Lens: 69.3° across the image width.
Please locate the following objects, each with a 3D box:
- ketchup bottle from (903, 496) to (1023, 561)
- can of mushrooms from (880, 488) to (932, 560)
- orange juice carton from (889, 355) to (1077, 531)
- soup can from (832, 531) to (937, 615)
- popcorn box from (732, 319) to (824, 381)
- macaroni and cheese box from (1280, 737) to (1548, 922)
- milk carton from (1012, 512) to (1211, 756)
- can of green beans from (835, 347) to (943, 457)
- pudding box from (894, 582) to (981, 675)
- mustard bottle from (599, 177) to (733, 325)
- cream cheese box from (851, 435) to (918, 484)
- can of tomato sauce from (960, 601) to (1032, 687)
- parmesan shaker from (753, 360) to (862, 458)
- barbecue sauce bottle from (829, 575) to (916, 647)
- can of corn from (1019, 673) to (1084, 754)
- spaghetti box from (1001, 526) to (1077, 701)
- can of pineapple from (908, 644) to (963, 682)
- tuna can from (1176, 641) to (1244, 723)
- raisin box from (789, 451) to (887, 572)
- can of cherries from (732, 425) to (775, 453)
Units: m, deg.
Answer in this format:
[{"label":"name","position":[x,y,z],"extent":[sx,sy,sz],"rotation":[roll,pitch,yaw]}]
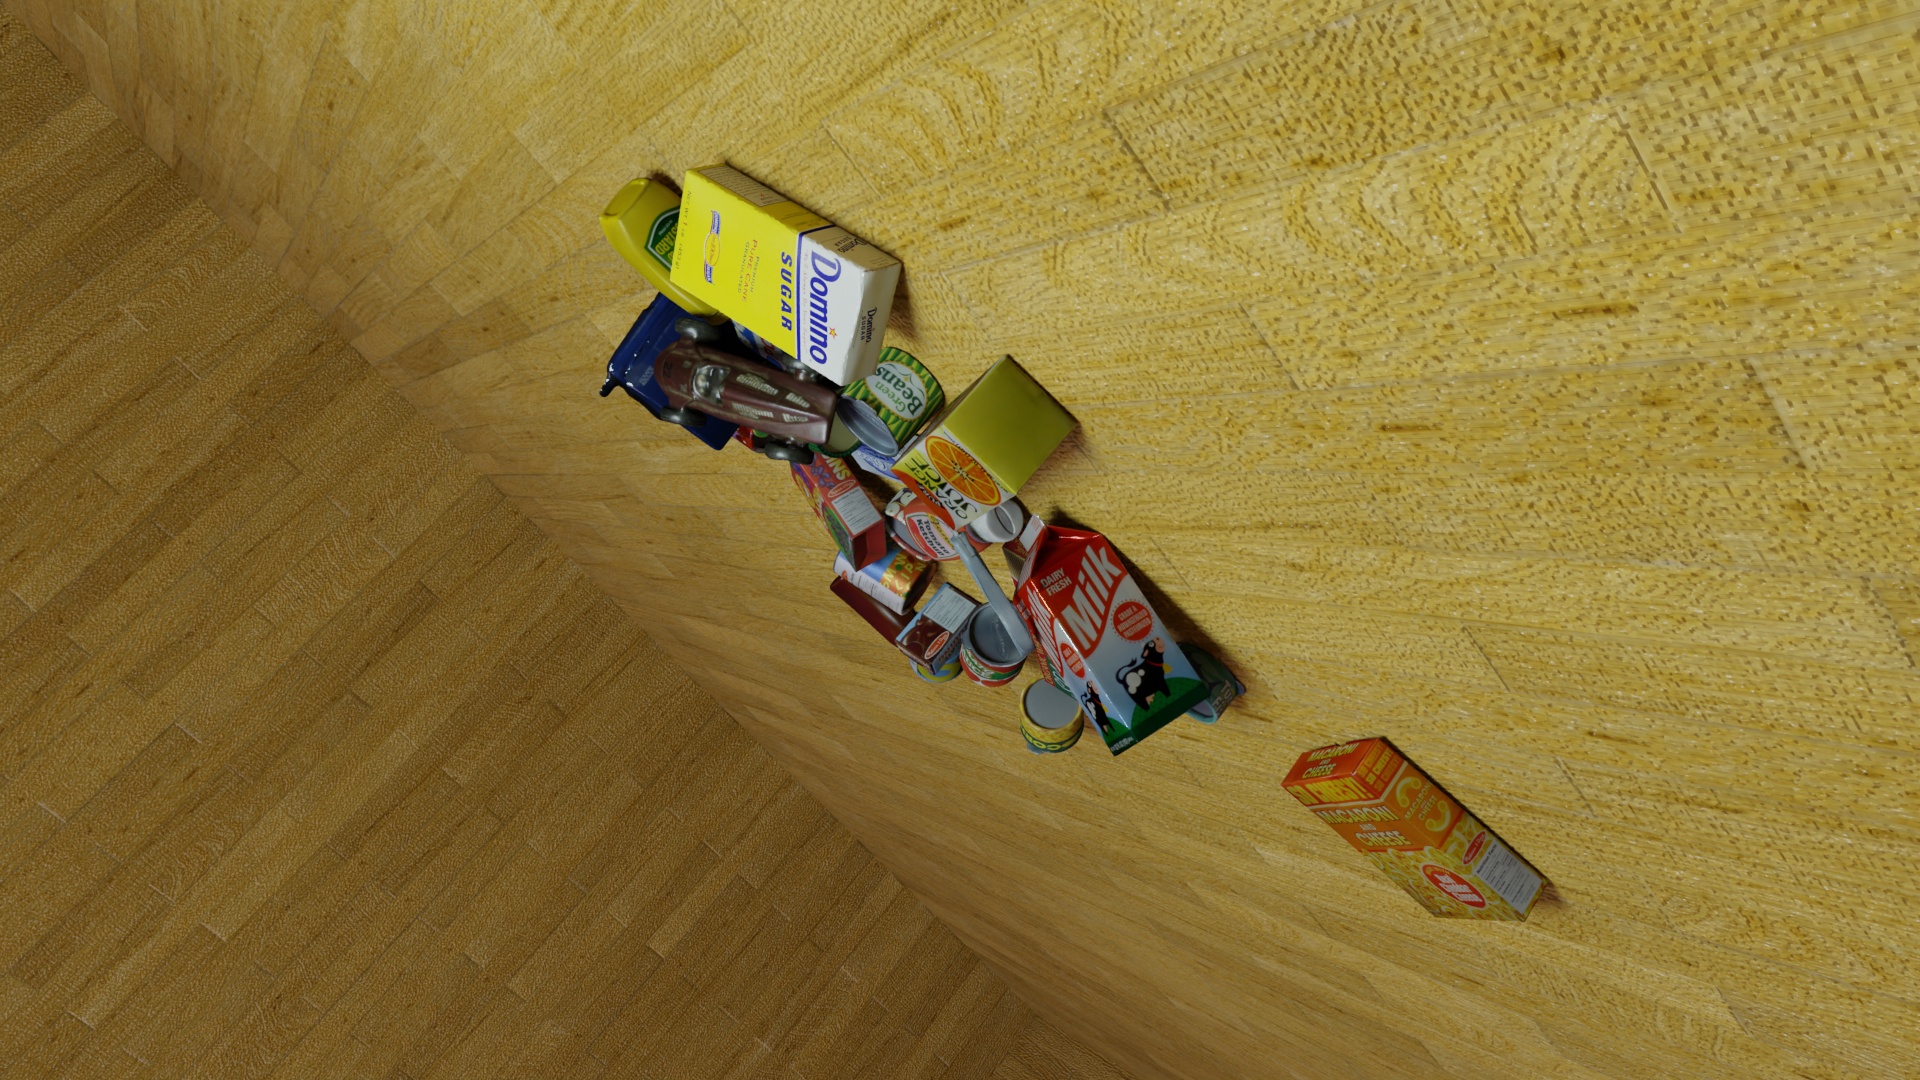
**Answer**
[{"label":"ketchup bottle","position":[0.004,-0.015,1.192],"extent":[0.064,0.044,0.148],"rotation":[56,157,-13]},{"label":"can of mushrooms","position":[-0.040,-0.013,1.296],"extent":[0.071,0.033,0.070],"rotation":[36,160,16]},{"label":"orange juice carton","position":[0.007,-0.064,1.033],"extent":[0.072,0.073,0.192],"rotation":[43,161,-6]},{"label":"soup can","position":[-0.074,0.024,1.395],"extent":[0.084,0.071,0.071],"rotation":[32,159,12]},{"label":"popcorn box","position":[-0.148,-0.188,1.113],"extent":[0.085,0.038,0.126],"rotation":[33,159,20]},{"label":"macaroni and cheese box","position":[0.343,0.222,1.065],"extent":[0.166,0.040,0.123],"rotation":[41,161,0]},{"label":"milk carton","position":[0.105,0.066,1.089],"extent":[0.191,0.073,0.072],"rotation":[57,163,11]},{"label":"can of green beans","position":[-0.055,-0.108,1.080],"extent":[0.071,0.058,0.071],"rotation":[36,160,15]},{"label":"pudding box","position":[-0.021,0.088,1.406],"extent":[0.050,0.084,0.030],"rotation":[31,159,25]},{"label":"mustard bottle","position":[-0.224,-0.225,1.147],"extent":[0.049,0.065,0.160],"rotation":[17,157,48]},{"label":"cream cheese box","position":[-0.060,-0.075,1.211],"extent":[0.104,0.024,0.053],"rotation":[22,156,45]},{"label":"can of tomato sauce","position":[0.033,0.103,1.355],"extent":[0.071,0.071,0.082],"rotation":[38,161,10]},{"label":"parmesan shaker","position":[-0.134,-0.112,1.204],"extent":[0.103,0.071,0.071],"rotation":[23,154,42]},{"label":"barbecue sauce bottle","position":[-0.080,0.087,1.581],"extent":[0.148,0.044,0.064],"rotation":[43,161,-6]},{"label":"can of corn","position":[0.091,0.176,1.404],"extent":[0.071,0.071,0.058],"rotation":[34,159,20]},{"label":"spaghetti box","position":[0.085,0.073,1.253],"extent":[0.050,0.029,0.249],"rotation":[31,159,29]},{"label":"can of pineapple","position":[-0.022,0.113,1.494],"extent":[0.071,0.071,0.057],"rotation":[36,160,15]},{"label":"tuna can","position":[0.194,0.118,1.134],"extent":[0.071,0.033,0.070],"rotation":[36,161,15]},{"label":"raisin box","position":[-0.118,-0.041,1.322],"extent":[0.123,0.040,0.085],"rotation":[54,167,19]},{"label":"can of cherries","position":[-0.194,-0.125,1.301],"extent":[0.058,0.072,0.071],"rotation":[34,160,20]}]
